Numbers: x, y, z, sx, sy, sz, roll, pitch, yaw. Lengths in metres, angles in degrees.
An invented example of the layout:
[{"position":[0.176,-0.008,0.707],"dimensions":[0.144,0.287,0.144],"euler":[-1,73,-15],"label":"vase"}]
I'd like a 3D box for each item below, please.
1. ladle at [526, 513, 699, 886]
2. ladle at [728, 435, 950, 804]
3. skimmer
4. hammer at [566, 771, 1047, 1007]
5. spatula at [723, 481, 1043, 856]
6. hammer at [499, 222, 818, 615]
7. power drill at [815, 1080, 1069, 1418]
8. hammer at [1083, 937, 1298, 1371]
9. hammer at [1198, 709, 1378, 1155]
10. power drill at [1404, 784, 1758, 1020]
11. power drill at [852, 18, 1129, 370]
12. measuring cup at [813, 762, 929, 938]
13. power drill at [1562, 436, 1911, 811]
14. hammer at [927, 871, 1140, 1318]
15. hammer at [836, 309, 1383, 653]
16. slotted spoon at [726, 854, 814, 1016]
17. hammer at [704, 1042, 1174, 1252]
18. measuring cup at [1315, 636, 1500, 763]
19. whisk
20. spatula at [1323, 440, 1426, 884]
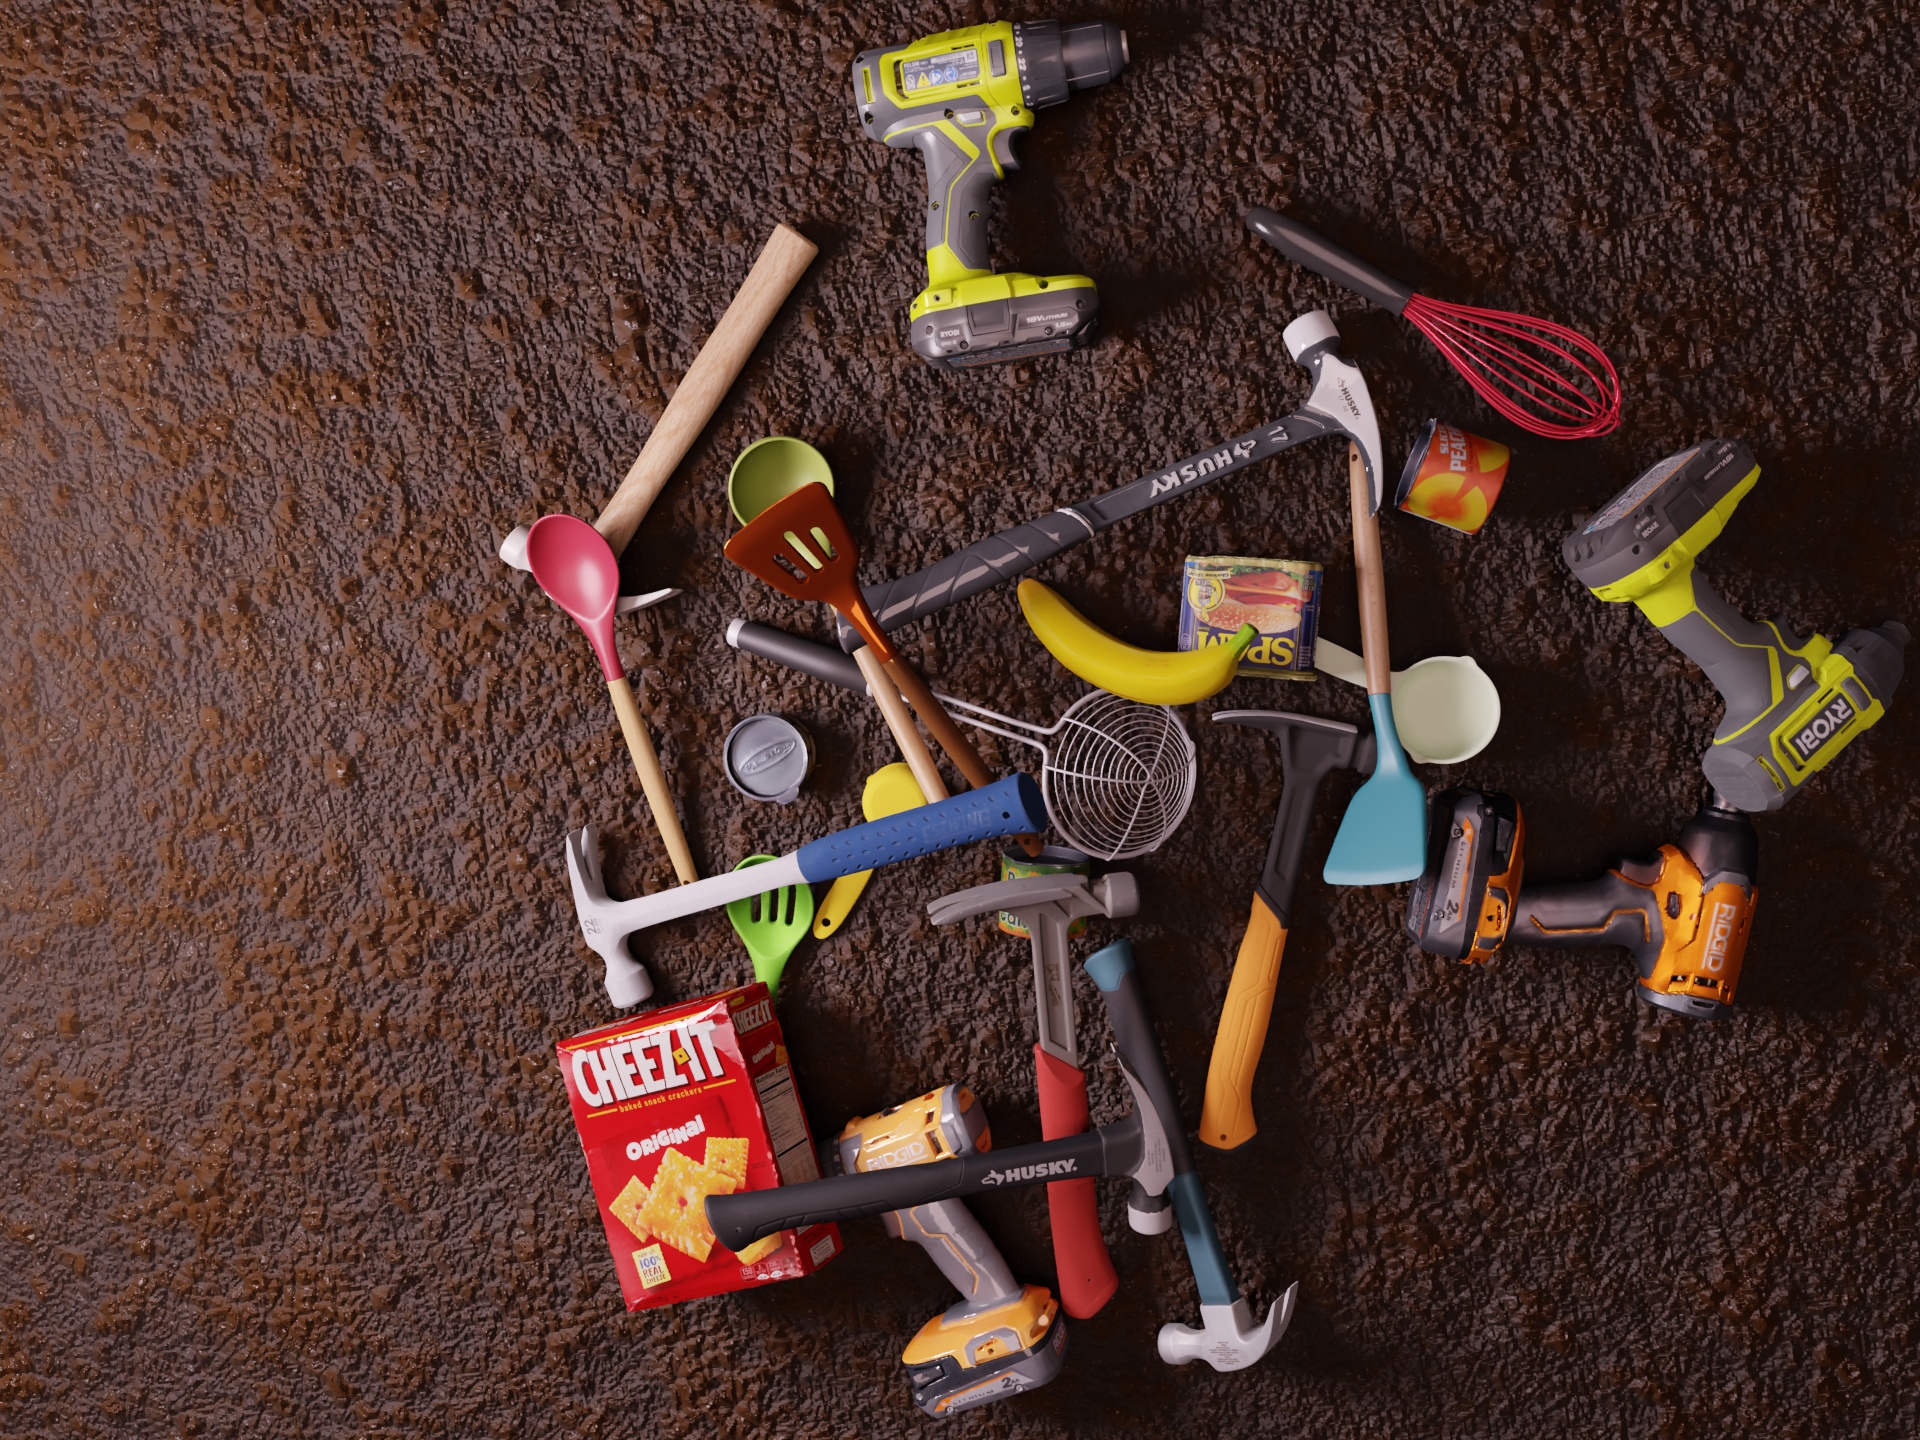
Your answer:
[{"position":[-0.251,-0.008,1.205],"dimensions":[0.069,0.031,0.315],"euler":[-12,105,19],"label":"ladle"},{"position":[-0.077,-0.064,1.144],"dimensions":[0.078,0.062,0.320],"euler":[-28,77,3],"label":"ladle"},{"position":[-0.002,-0.004,1.192],"dimensions":[0.363,0.090,0.127],"euler":[19,85,15],"label":"skimmer"},{"position":[-0.124,0.103,1.155],"dimensions":[0.405,0.035,0.144],"euler":[-18,96,28],"label":"hammer"},{"position":[-0.035,-0.022,1.093],"dimensions":[0.081,0.041,0.322],"euler":[-34,110,9],"label":"spatula"},{"position":[-0.207,-0.221,1.192],"dimensions":[0.130,0.031,0.331],"euler":[35,99,2],"label":"hammer"},{"position":[-0.036,0.410,1.222],"dimensions":[0.185,0.084,0.226],"euler":[-24,89,16],"label":"power drill"},{"position":[0.159,0.325,1.192],"dimensions":[0.128,0.033,0.331],"euler":[-19,89,43],"label":"hammer"},{"position":[0.218,0.160,1.181],"dimensions":[0.127,0.034,0.337],"euler":[11,98,5],"label":"hammer"},{"position":[0.447,0.111,1.126],"dimensions":[0.226,0.084,0.164],"euler":[11,96,2],"label":"power drill"},{"position":[0.034,-0.375,1.122],"dimensions":[0.190,0.080,0.228],"euler":[-8,93,8],"label":"power drill"},{"position":[-0.072,0.104,1.213],"dimensions":[0.062,0.029,0.156],"euler":[32,98,3],"label":"measuring cup"},{"position":[0.535,-0.074,1.085],"dimensions":[0.171,0.080,0.223],"euler":[-40,94,-11],"label":"power drill"},{"position":[0.067,0.284,1.173],"dimensions":[0.149,0.037,0.359],"euler":[-8,108,-6],"label":"hammer"},{"position":[0.101,-0.141,1.113],"dimensions":[0.409,0.036,0.149],"euler":[-24,79,0],"label":"hammer"},{"position":[-0.155,0.254,1.245],"dimensions":[0.070,0.031,0.313],"euler":[6,99,7],"label":"slotted spoon"},{"position":[-0.014,0.324,1.136],"dimensions":[0.334,0.035,0.146],"euler":[-8,109,-6],"label":"hammer"},{"position":[0.309,-0.027,1.153],"dimensions":[0.168,0.038,0.083],"euler":[27,98,20],"label":"measuring cup"},{"position":[0.328,-0.281,1.104],"dimensions":[0.296,0.073,0.073],"euler":[32,100,8],"label":"whisk"},{"position":[0.288,-0.045,1.117],"dimensions":[0.082,0.044,0.317],"euler":[-11,80,49],"label":"spatula"}]
